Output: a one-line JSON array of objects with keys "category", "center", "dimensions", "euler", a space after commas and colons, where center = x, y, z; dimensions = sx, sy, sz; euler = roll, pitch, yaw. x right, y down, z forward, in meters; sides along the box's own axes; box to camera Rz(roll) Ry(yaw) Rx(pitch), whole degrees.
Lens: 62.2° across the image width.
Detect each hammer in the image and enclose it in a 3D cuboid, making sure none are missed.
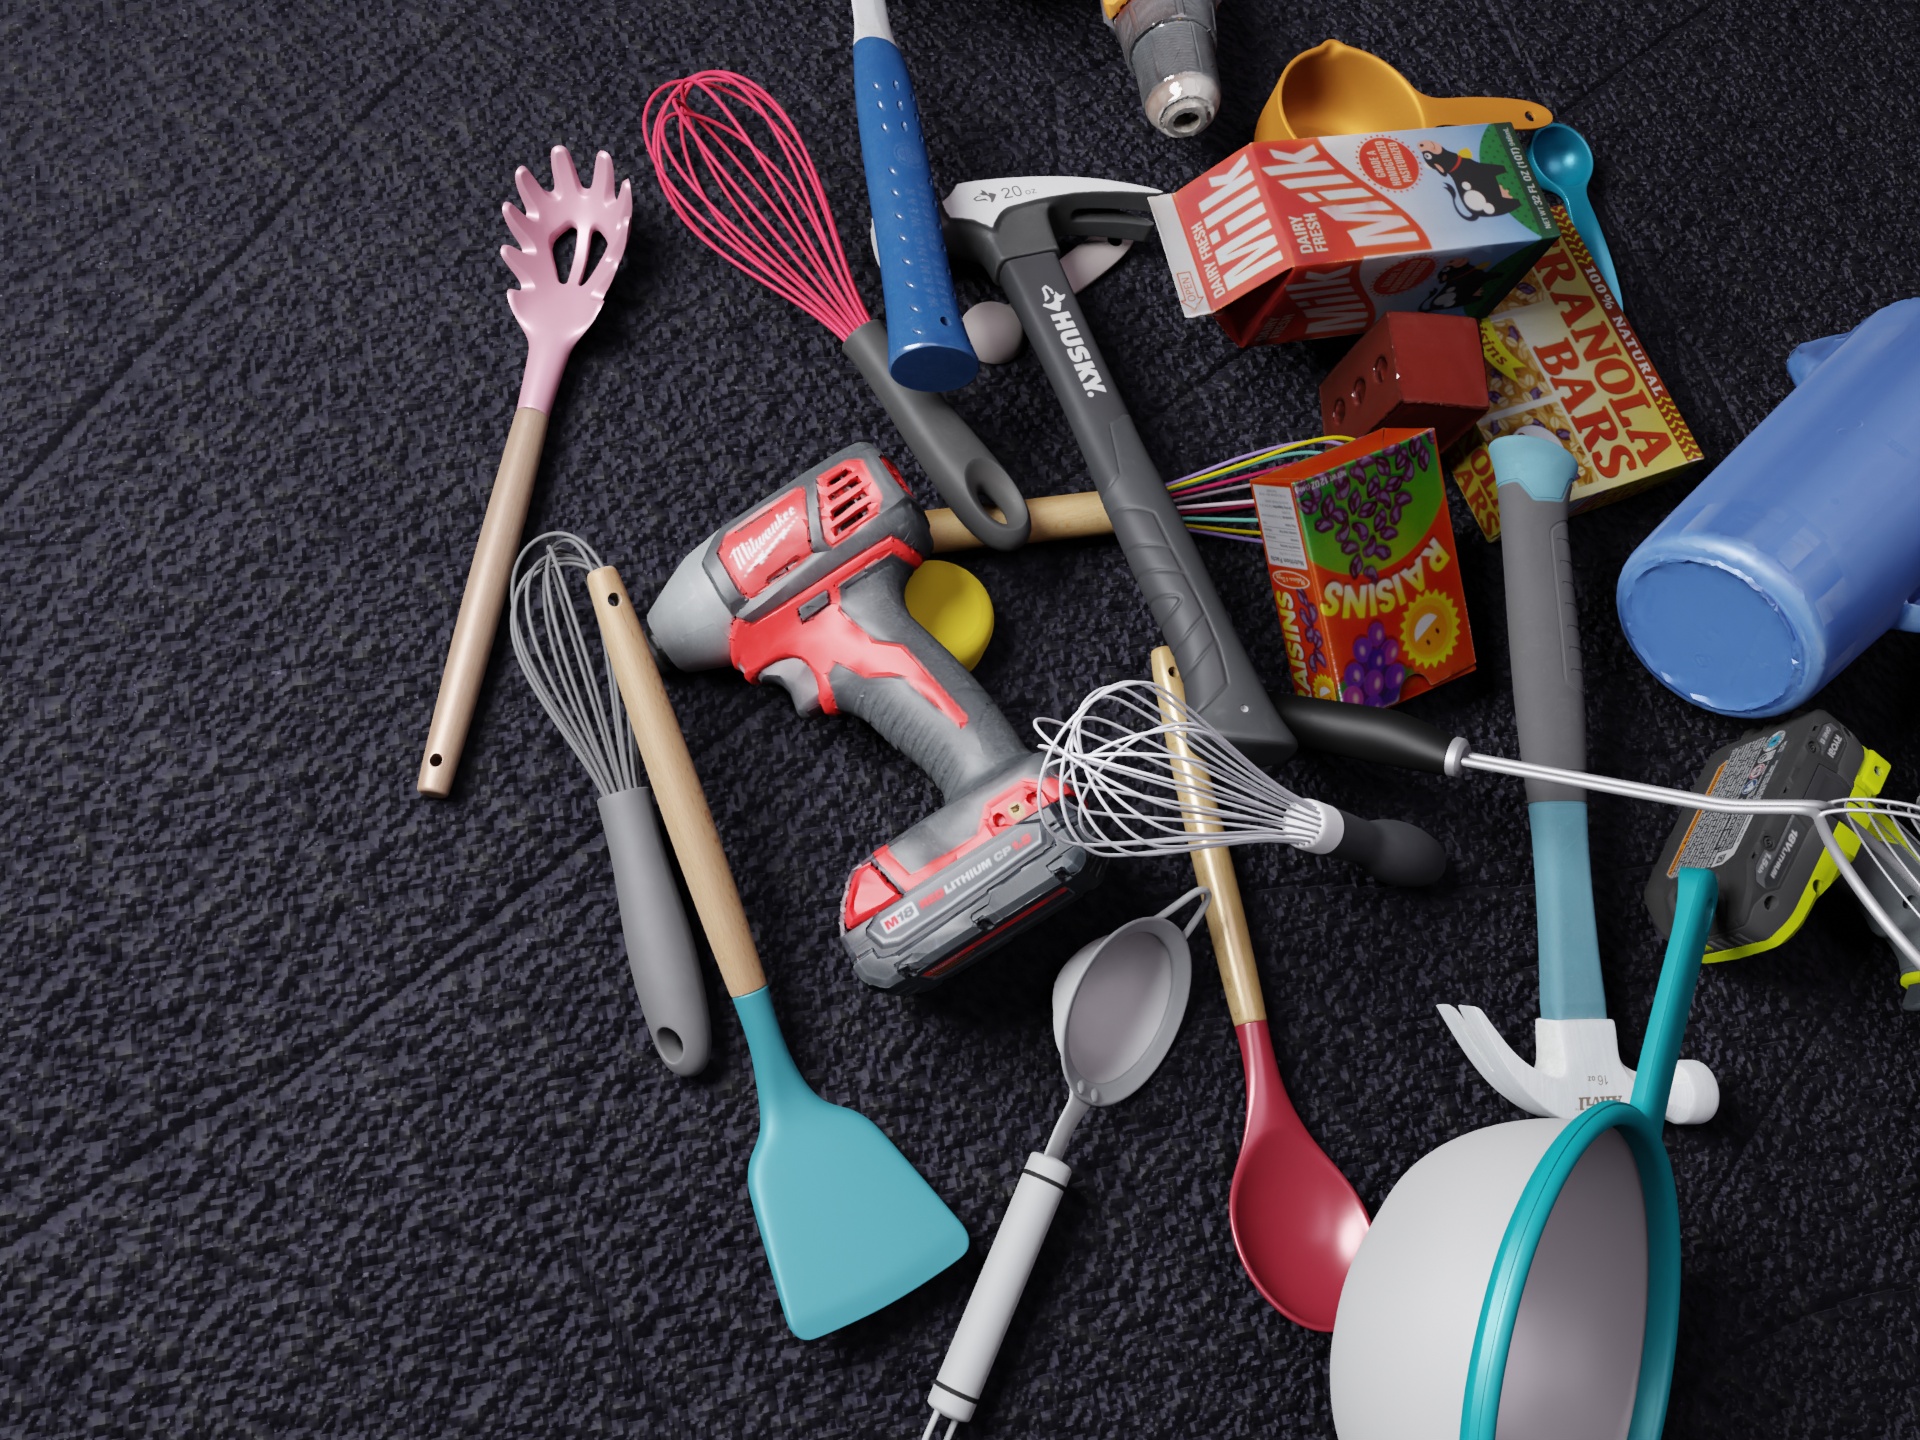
[{"category": "hammer", "center": [0.078, -0.127, 0.751], "dimensions": [0.146, 0.035, 0.335], "euler": [-15, 66, -14]}, {"category": "hammer", "center": [-0.048, -0.341, 0.788], "dimensions": [0.144, 0.035, 0.406], "euler": [7, 62, -33]}, {"category": "hammer", "center": [0.285, 0.026, 0.760], "dimensions": [0.128, 0.033, 0.331], "euler": [1, 81, -14]}]

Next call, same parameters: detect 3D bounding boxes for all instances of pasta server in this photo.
[{"category": "pasta server", "center": [-0.202, -0.118, 0.719], "dimensions": [0.060, 0.040, 0.316], "euler": [8, 70, 2]}]

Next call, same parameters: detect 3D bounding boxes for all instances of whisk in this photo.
[{"category": "whisk", "center": [0.096, -0.109, 0.786], "dimensions": [0.245, 0.047, 0.051], "euler": [-8, 63, -12]}, {"category": "whisk", "center": [-0.145, 0.034, 0.673], "dimensions": [0.055, 0.055, 0.239], "euler": [-14, 82, -18]}, {"category": "whisk", "center": [0.132, 0.038, 0.674], "dimensions": [0.284, 0.070, 0.070], "euler": [17, 64, -43]}, {"category": "whisk", "center": [-0.058, -0.199, 0.762], "dimensions": [0.073, 0.073, 0.296], "euler": [-32, 80, -21]}]

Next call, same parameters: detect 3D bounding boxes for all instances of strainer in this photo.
[{"category": "strainer", "center": [0.237, 0.200, 0.667], "dimensions": [0.210, 0.095, 0.340], "euler": [52, 54, -38]}, {"category": "strainer", "center": [0.038, 0.181, 0.671], "dimensions": [0.086, 0.050, 0.258], "euler": [43, 65, -44]}]

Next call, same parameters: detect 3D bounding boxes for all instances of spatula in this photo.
[{"category": "spatula", "center": [-0.090, 0.086, 0.649], "dimensions": [0.082, 0.044, 0.317], "euler": [-21, 92, -25]}]

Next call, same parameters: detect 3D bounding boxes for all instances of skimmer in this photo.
[{"category": "skimmer", "center": [0.267, 0.056, 0.678], "dimensions": [0.363, 0.127, 0.090], "euler": [13, 102, 31]}]

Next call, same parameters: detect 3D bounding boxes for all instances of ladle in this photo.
[{"category": "ladle", "center": [0.125, 0.112, 0.724], "dimensions": [0.069, 0.031, 0.316], "euler": [-2, 70, -24]}]

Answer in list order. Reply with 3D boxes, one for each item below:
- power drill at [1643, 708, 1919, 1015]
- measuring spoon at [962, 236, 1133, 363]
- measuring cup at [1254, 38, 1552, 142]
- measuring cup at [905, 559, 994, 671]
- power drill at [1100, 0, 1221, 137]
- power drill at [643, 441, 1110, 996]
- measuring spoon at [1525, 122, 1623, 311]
[{"category": "power drill", "center": [0.456, 0.122, 0.774], "dimensions": [0.228, 0.080, 0.190], "euler": [38, 66, -1]}, {"category": "measuring spoon", "center": [0.049, -0.228, 0.827], "dimensions": [0.124, 0.018, 0.034], "euler": [-41, 84, -20]}, {"category": "measuring cup", "center": [0.247, -0.325, 0.893], "dimensions": [0.173, 0.052, 0.095], "euler": [-6, 73, -18]}, {"category": "measuring cup", "center": [-0.001, -0.002, 0.730], "dimensions": [0.062, 0.029, 0.157], "euler": [-8, 71, -16]}, {"category": "power drill", "center": [0.046, -0.410, 0.823], "dimensions": [0.226, 0.084, 0.185], "euler": [12, 61, -37]}, {"category": "power drill", "center": [-0.043, 0.001, 0.685], "dimensions": [0.143, 0.078, 0.220], "euler": [-32, 75, 4]}, {"category": "measuring spoon", "center": [0.358, -0.284, 0.927], "dimensions": [0.042, 0.021, 0.129], "euler": [-13, 84, -18]}]
